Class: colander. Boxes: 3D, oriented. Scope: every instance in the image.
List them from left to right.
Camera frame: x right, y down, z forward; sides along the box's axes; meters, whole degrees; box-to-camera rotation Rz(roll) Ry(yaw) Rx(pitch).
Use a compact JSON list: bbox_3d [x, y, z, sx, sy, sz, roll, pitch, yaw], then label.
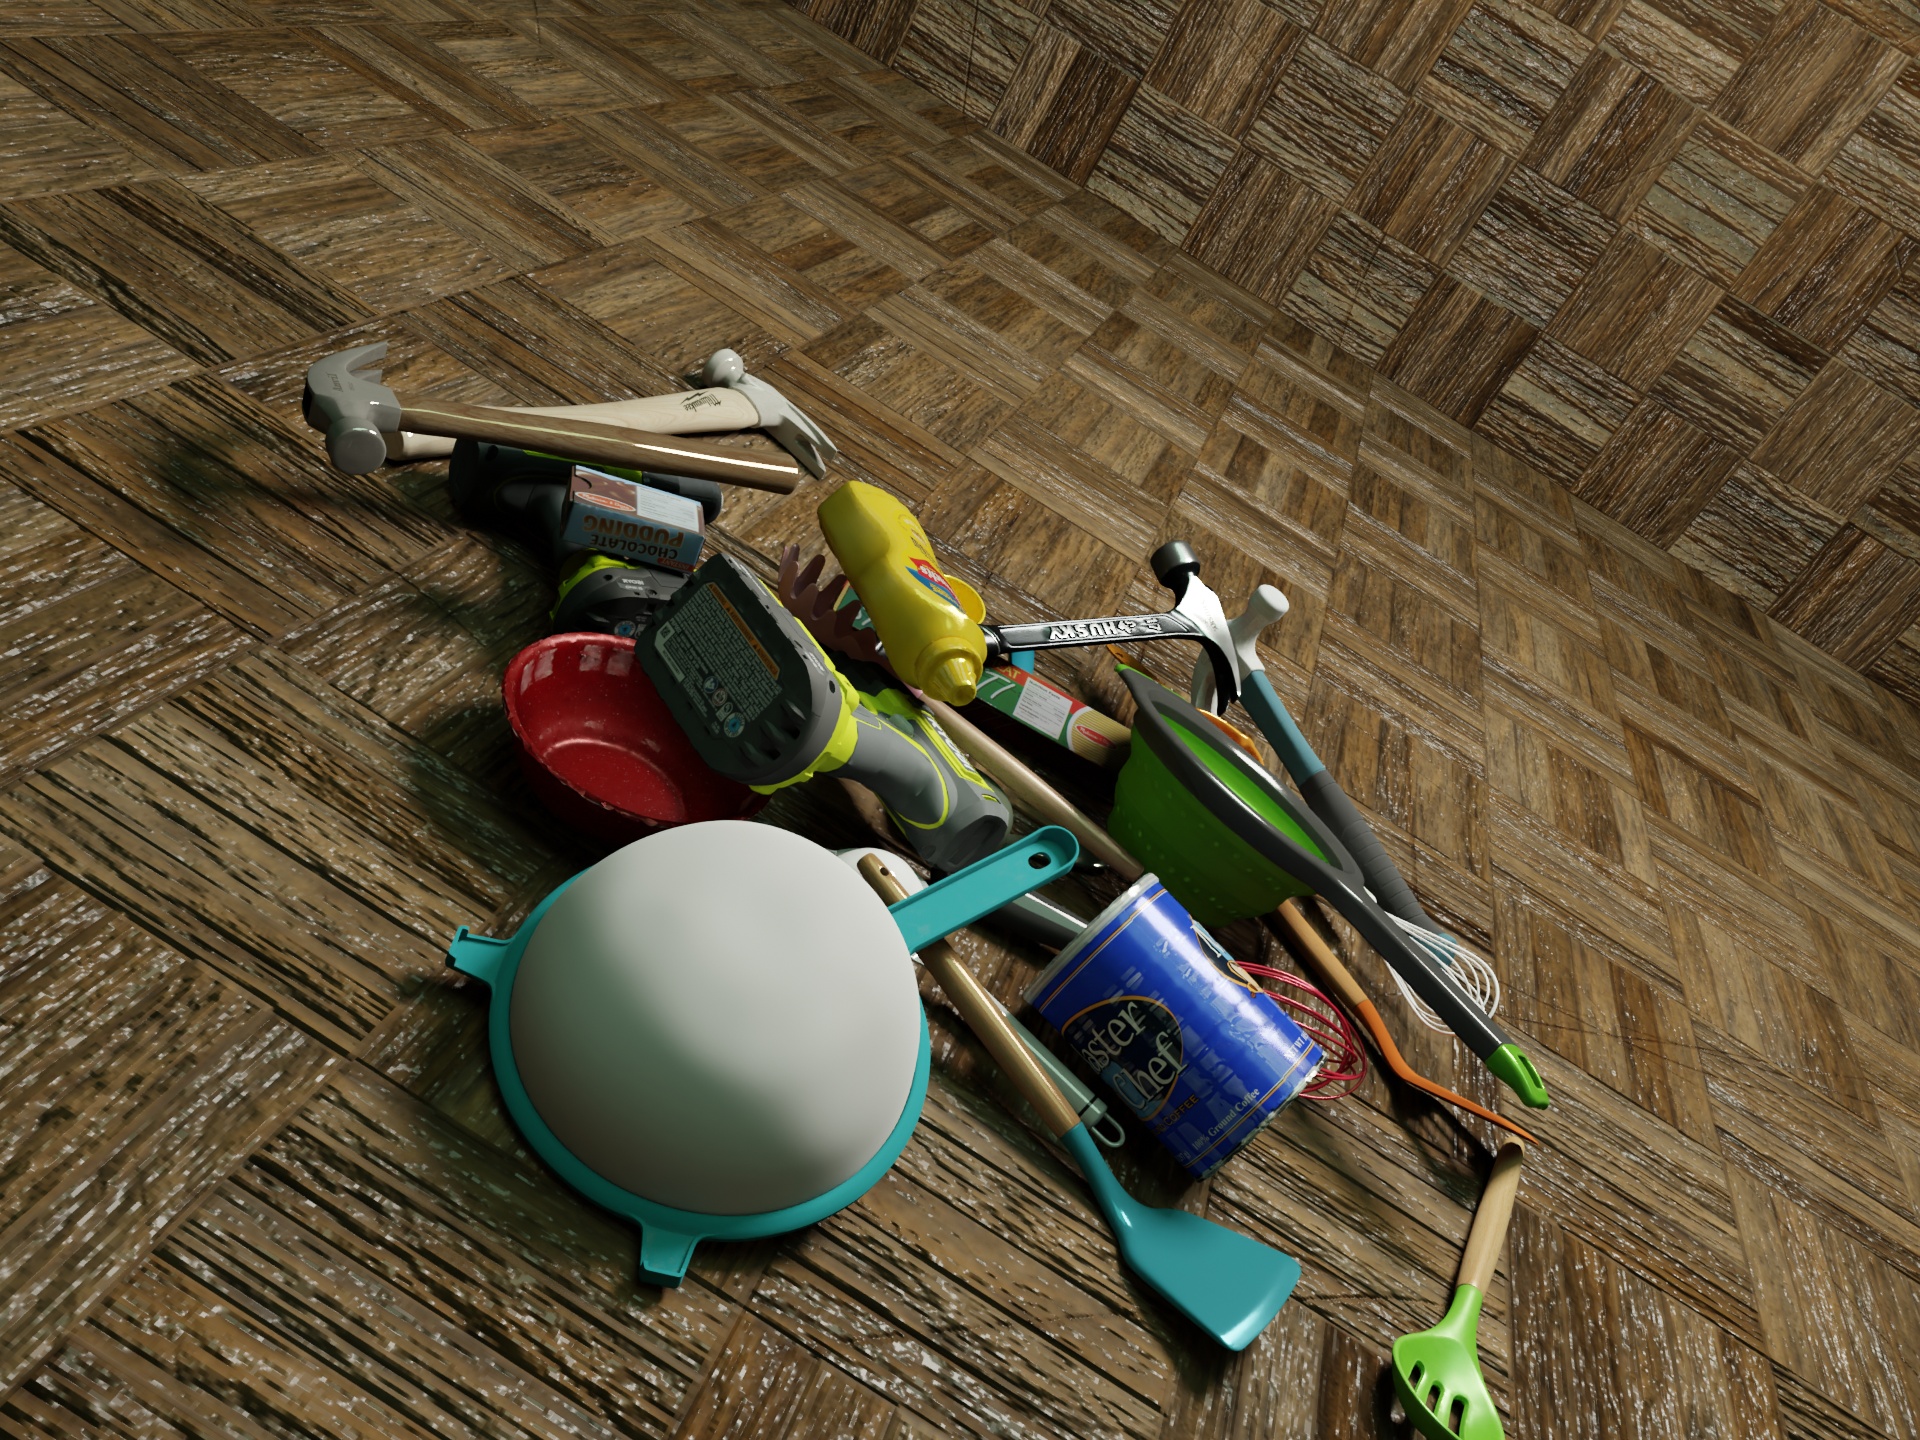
[{"bbox_3d":[0.210,0.124,1.037,0.204,0.094,0.398,24,20,-50],"label":"colander"}]

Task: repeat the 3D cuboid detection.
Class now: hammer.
[{"bbox_3d":[-0.253,-0.183,1.030,0.331,0.031,0.130,3,35,-38],"label":"hammer"},{"bbox_3d":[-0.263,-0.224,1.218,0.146,0.038,0.410,43,31,17],"label":"hammer"},{"bbox_3d":[0.034,-0.054,1.156,0.408,0.036,0.149,-7,62,-31],"label":"hammer"},{"bbox_3d":[0.284,0.057,1.245,0.033,0.128,0.331,0,51,-42],"label":"hammer"}]

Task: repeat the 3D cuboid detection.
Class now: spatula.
[{"bbox_3d":[0.049,0.190,0.844,0.318,0.044,0.082,51,37,13],"label":"spatula"},{"bbox_3d":[0.271,0.175,1.107,0.081,0.041,0.323,34,16,-52],"label":"spatula"}]

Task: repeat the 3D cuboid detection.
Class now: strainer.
[{"bbox_3d":[-0.055,0.100,0.767,0.340,0.095,0.211,-23,62,-36],"label":"strainer"},{"bbox_3d":[-0.003,0.145,0.898,0.258,0.050,0.087,42,46,12],"label":"strainer"}]

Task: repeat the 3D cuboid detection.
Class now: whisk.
[{"bbox_3d":[0.116,0.154,0.981,0.296,0.073,0.073,25,29,0],"label":"whisk"},{"bbox_3d":[0.298,0.141,1.156,0.057,0.059,0.247,39,7,-42],"label":"whisk"}]

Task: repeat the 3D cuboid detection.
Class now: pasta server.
[{"bbox_3d":[-0.002,-0.003,1.047,0.316,0.040,0.060,39,17,4],"label":"pasta server"}]

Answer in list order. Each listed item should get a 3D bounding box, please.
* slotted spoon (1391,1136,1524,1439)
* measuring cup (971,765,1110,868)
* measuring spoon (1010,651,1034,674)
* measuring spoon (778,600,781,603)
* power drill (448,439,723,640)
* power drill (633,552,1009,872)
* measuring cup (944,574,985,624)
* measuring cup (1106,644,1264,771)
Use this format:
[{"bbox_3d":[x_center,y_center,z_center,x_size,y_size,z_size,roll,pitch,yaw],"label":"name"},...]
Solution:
[{"bbox_3d":[0.302,0.323,0.927,0.070,0.031,0.314,39,28,12],"label":"slotted spoon"},{"bbox_3d":[0.038,0.068,1.051,0.167,0.038,0.083,14,34,-25],"label":"measuring cup"},{"bbox_3d":[0.052,-0.044,1.252,0.042,0.021,0.129,25,31,-13],"label":"measuring spoon"},{"bbox_3d":[-0.107,-0.086,1.179,0.021,0.011,0.117,46,32,24],"label":"measuring spoon"},{"bbox_3d":[-0.216,-0.113,1.053,0.190,0.080,0.229,4,37,-39],"label":"power drill"},{"bbox_3d":[-0.078,-0.006,0.919,0.171,0.080,0.223,51,11,32],"label":"power drill"},{"bbox_3d":[-0.051,-0.076,1.213,0.156,0.029,0.062,-12,58,-36],"label":"measuring cup"},{"bbox_3d":[0.160,0.009,1.249,0.095,0.052,0.174,-1,39,-45],"label":"measuring cup"}]
